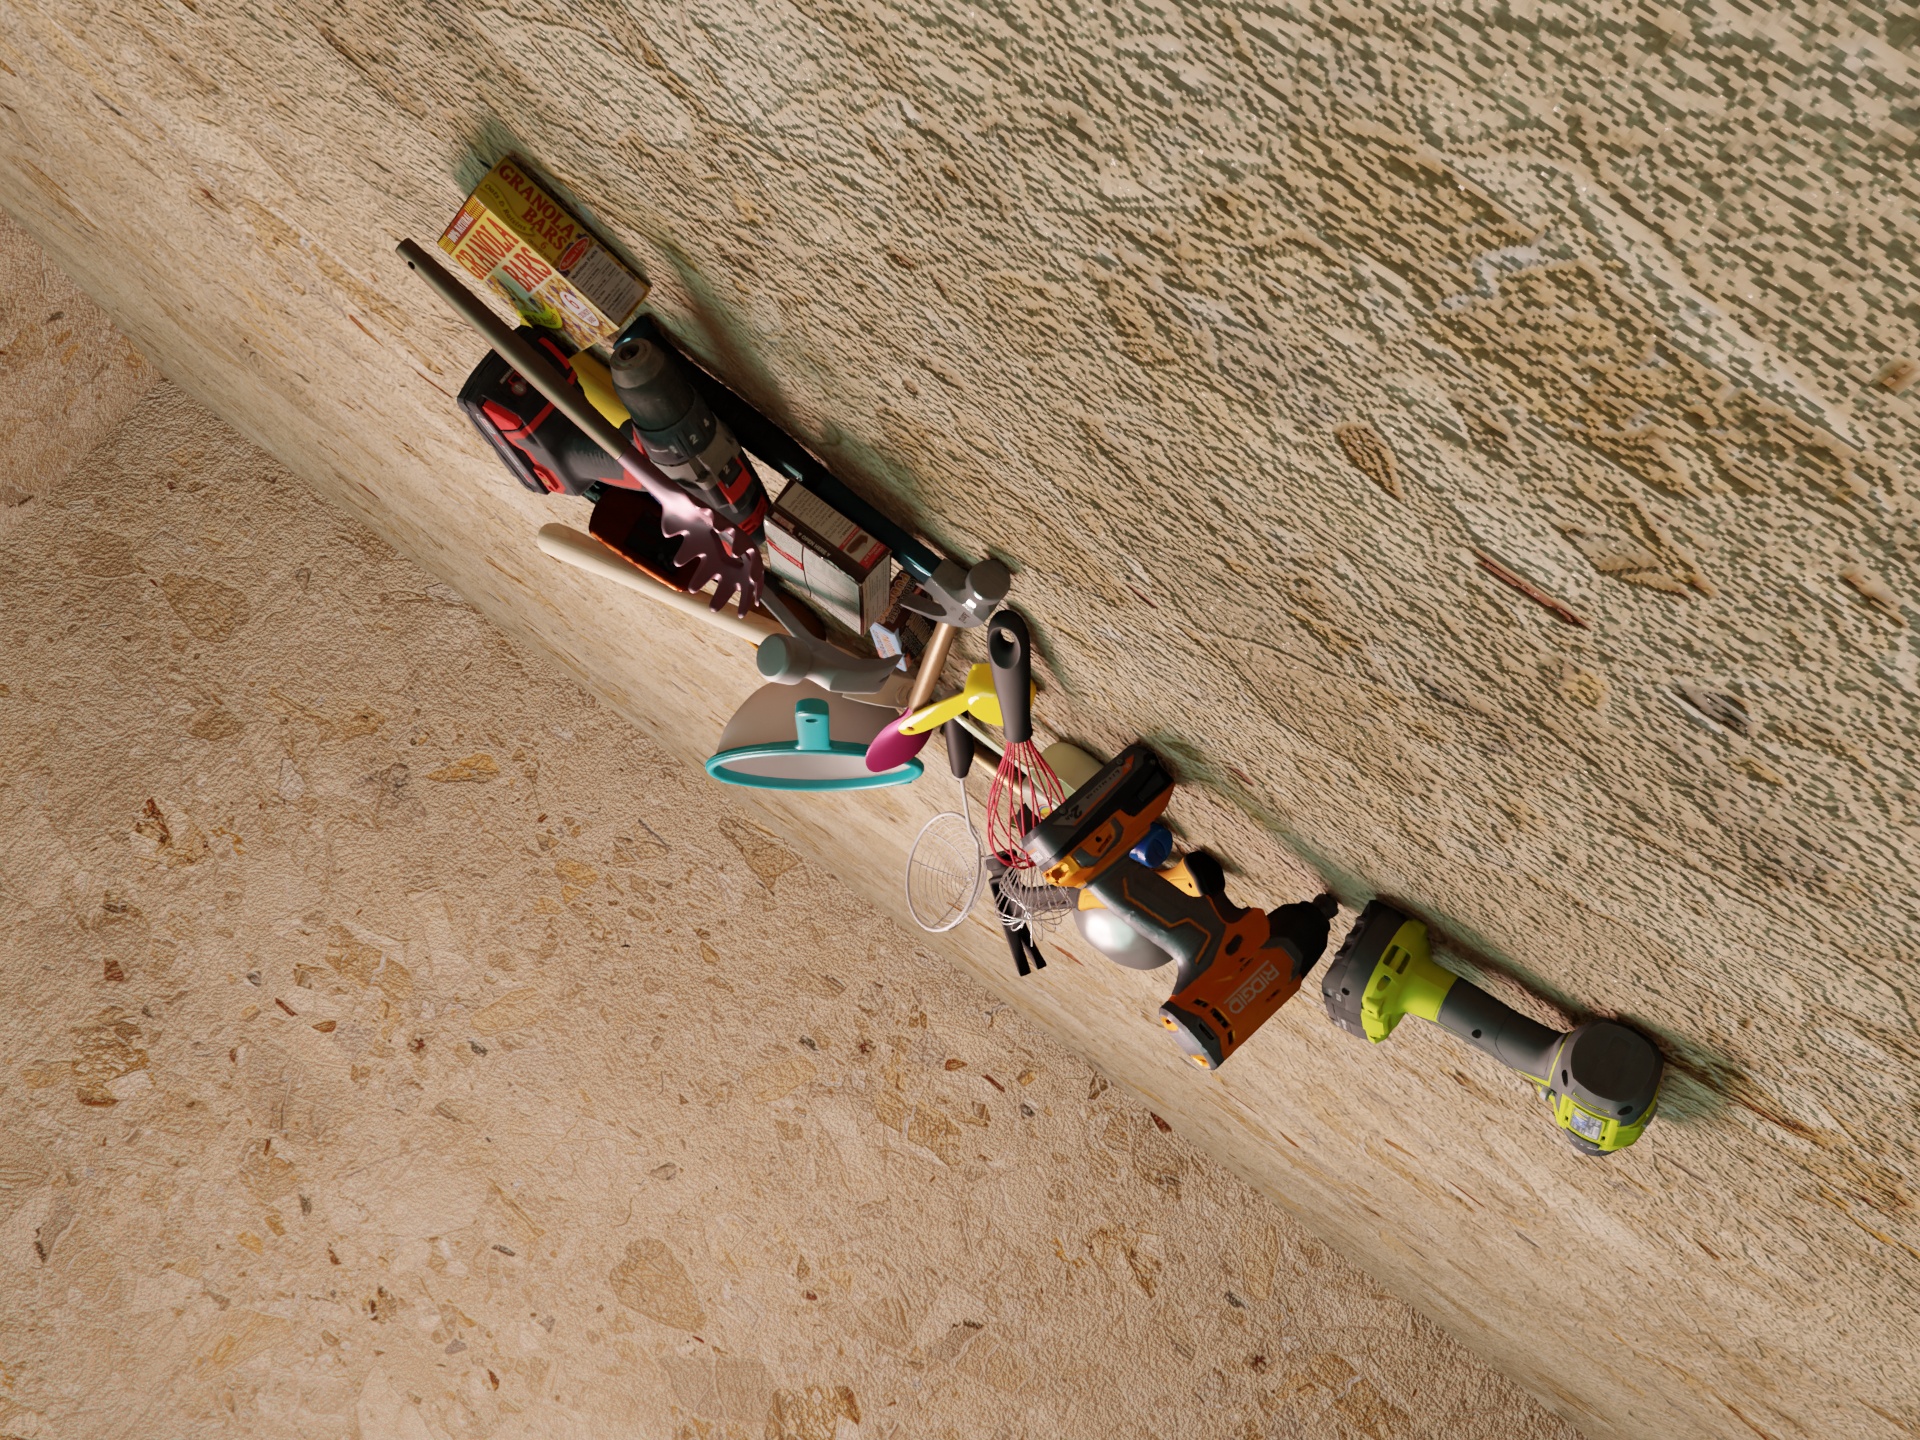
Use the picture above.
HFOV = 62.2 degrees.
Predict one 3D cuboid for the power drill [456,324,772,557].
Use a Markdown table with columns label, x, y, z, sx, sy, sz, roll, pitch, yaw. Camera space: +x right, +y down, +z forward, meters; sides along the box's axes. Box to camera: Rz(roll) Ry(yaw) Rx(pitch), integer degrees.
| label | x | y | z | sx | sy | sz | roll | pitch | yaw |
| --- | --- | --- | --- | --- | --- | --- | --- | --- | --- |
| power drill | -0.249 | -0.212 | 1.128 | 0.227 | 0.080 | 0.187 | 22 | 158 | 30 |

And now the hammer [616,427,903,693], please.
| label | x | y | z | sx | sy | sz | roll | pitch | yaw |
| --- | --- | --- | --- | --- | --- | --- | --- | --- | --- |
| hammer | -0.197 | -0.147 | 1.249 | 0.144 | 0.035 | 0.406 | 11 | -151 | -52 |

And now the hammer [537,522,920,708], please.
| label | x | y | z | sx | sy | sz | roll | pitch | yaw |
| --- | --- | --- | --- | --- | --- | --- | --- | --- | --- |
| hammer | -0.226 | -0.101 | 1.449 | 0.411 | 0.038 | 0.146 | 24 | -174 | 21 |

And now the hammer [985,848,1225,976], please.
| label | x | y | z | sx | sy | sz | roll | pitch | yaw |
| --- | --- | --- | --- | --- | --- | --- | --- | --- | --- |
| hammer | 0.132 | 0.169 | 1.480 | 0.337 | 0.034 | 0.127 | -19 | 88 | 59 |

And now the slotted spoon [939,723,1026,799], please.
| label | x | y | z | sx | sy | sz | roll | pitch | yaw |
| --- | --- | --- | --- | --- | --- | --- | --- | --- | --- |
| slotted spoon | 0.106 | 0.099 | 1.521 | 0.314 | 0.031 | 0.070 | 37 | 172 | 9 |

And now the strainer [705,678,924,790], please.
| label | x | y | z | sx | sy | sz | roll | pitch | yaw |
| --- | --- | --- | --- | --- | --- | --- | --- | --- | --- |
| strainer | -0.136 | -0.007 | 1.485 | 0.211 | 0.095 | 0.340 | 1 | 167 | -4 |

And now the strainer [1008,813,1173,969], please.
| label | x | y | z | sx | sy | sz | roll | pitch | yaw |
| --- | --- | --- | --- | --- | --- | --- | --- | --- | --- |
| strainer | 0.124 | 0.179 | 1.611 | 0.257 | 0.069 | 0.151 | 33 | 178 | 40 |

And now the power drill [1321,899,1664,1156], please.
| label | x | y | z | sx | sy | sz | roll | pitch | yaw |
| --- | --- | --- | --- | --- | --- | --- | --- | --- | --- |
| power drill | 0.384 | 0.233 | 1.146 | 0.229 | 0.080 | 0.190 | 27 | 163 | 28 |

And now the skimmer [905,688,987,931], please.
| label | x | y | z | sx | sy | sz | roll | pitch | yaw |
| --- | --- | --- | --- | --- | --- | --- | --- | --- | --- |
| skimmer | -0.024 | 0.087 | 1.567 | 0.363 | 0.090 | 0.127 | 83 | 173 | -56 |

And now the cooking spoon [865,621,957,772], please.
| label | x | y | z | sx | sy | sz | roll | pitch | yaw |
| --- | --- | --- | --- | --- | --- | --- | --- | --- | --- |
| cooking spoon | -0.032 | -0.023 | 1.331 | 0.017 | 0.068 | 0.318 | 61 | 159 | 18 |

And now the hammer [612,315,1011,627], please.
| label | x | y | z | sx | sy | sz | roll | pitch | yaw |
| --- | --- | --- | --- | --- | --- | --- | --- | --- | --- |
| hammer | -0.109 | -0.177 | 1.129 | 0.331 | 0.033 | 0.128 | 38 | 166 | -1 |

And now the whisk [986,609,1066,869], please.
| label | x | y | z | sx | sy | sz | roll | pitch | yaw |
| --- | --- | --- | --- | --- | --- | --- | --- | --- | --- |
| whisk | 0.047 | 0.022 | 1.244 | 0.073 | 0.073 | 0.295 | 30 | 148 | 30 |

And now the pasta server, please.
| label | x | y | z | sx | sy | sz | roll | pitch | yaw |
| --- | --- | --- | --- | --- | --- | --- | --- | --- | --- |
| pasta server | -0.244 | -0.190 | 1.037 | 0.316 | 0.040 | 0.060 | 43 | 139 | -16 |

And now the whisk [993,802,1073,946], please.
| label | x | y | z | sx | sy | sz | roll | pitch | yaw |
| --- | --- | --- | --- | --- | --- | --- | --- | --- | --- |
| whisk | 0.066 | 0.130 | 1.467 | 0.070 | 0.070 | 0.285 | 39 | -166 | -8 |

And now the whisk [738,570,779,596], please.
| label | x | y | z | sx | sy | sz | roll | pitch | yaw |
| --- | --- | --- | --- | --- | --- | --- | --- | --- | --- |
| whisk | -0.260 | -0.155 | 1.569 | 0.239 | 0.055 | 0.055 | 21 | 160 | 40 |

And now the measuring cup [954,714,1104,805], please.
| label | x | y | z | sx | sy | sz | roll | pitch | yaw |
| --- | --- | --- | --- | --- | --- | --- | --- | --- | --- |
| measuring cup | 0.063 | 0.025 | 1.361 | 0.168 | 0.038 | 0.083 | 35 | 167 | 18 |

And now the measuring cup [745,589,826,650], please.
| label | x | y | z | sx | sy | sz | roll | pitch | yaw |
| --- | --- | --- | --- | --- | --- | --- | --- | --- | --- |
| measuring cup | -0.201 | -0.105 | 1.575 | 0.174 | 0.052 | 0.095 | 29 | 164 | 40 |

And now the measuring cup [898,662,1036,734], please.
| label | x | y | z | sx | sy | sz | roll | pitch | yaw |
| --- | --- | --- | --- | --- | --- | --- | --- | --- | --- |
| measuring cup | -0.002 | -0.004 | 1.300 | 0.062 | 0.029 | 0.156 | 35 | 142 | -28 |

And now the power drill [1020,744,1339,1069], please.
| label | x | y | z | sx | sy | sz | roll | pitch | yaw |
| --- | --- | --- | --- | --- | --- | --- | --- | --- | --- |
| power drill | 0.174 | 0.130 | 1.221 | 0.226 | 0.164 | 0.084 | 49 | 168 | 5 |
